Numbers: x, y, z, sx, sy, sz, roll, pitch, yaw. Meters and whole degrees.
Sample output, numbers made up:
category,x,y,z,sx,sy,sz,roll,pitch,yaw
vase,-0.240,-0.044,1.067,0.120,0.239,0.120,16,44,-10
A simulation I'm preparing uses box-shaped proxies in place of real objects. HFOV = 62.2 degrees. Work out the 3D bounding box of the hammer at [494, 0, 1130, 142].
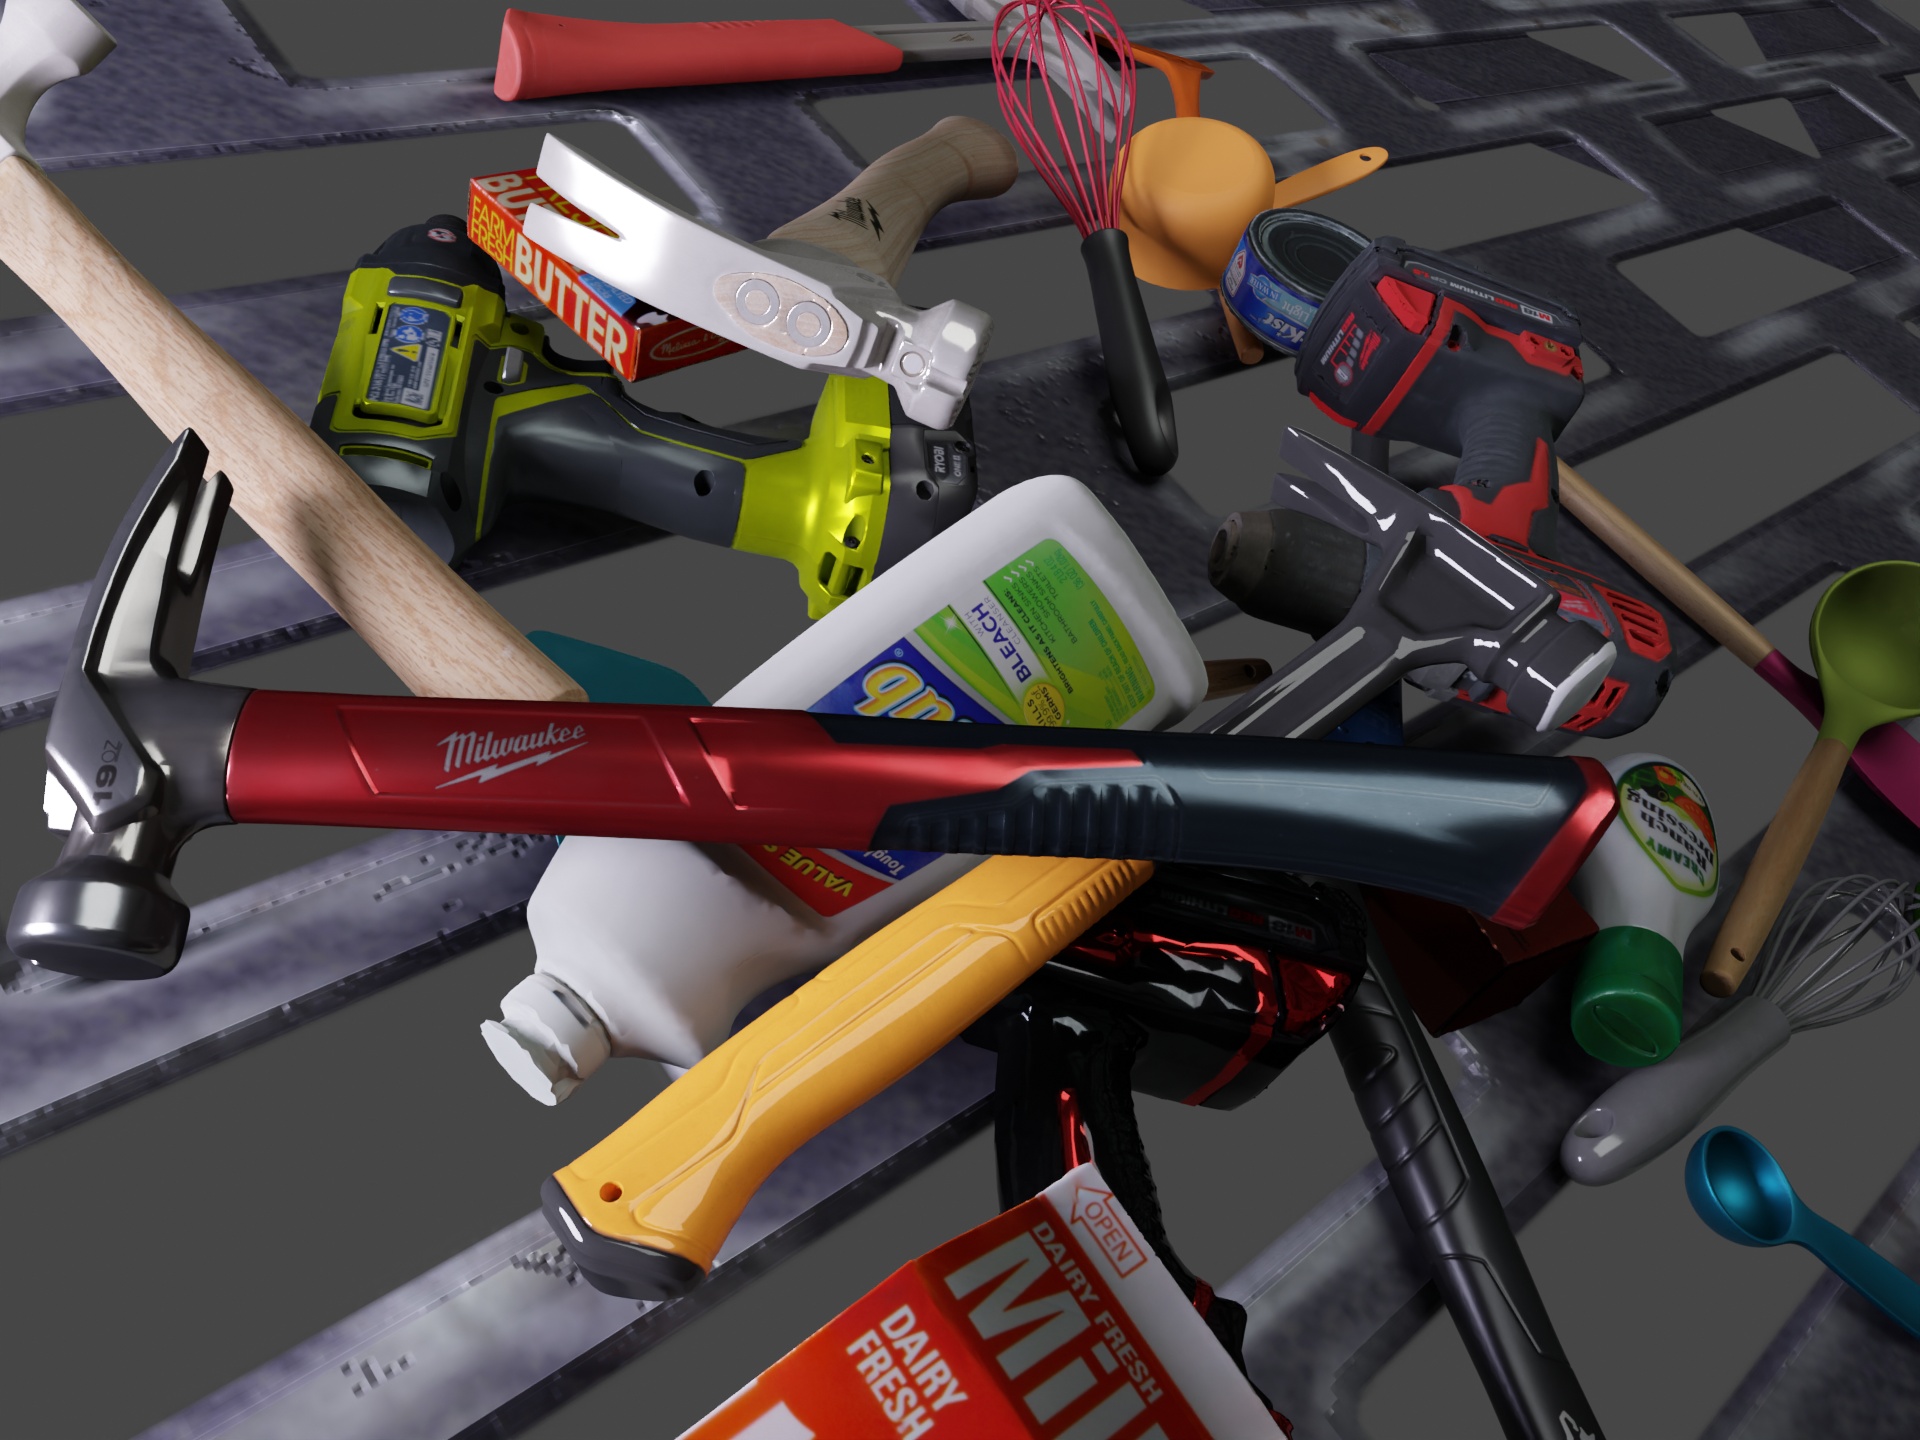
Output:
category,x,y,z,sx,sy,sz,roll,pitch,yaw
hammer,-0.073,-0.347,0.835,0.359,0.036,0.149,-22,63,-38

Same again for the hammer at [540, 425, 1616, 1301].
category,x,y,z,sx,sy,sz,roll,pitch,yaw
hammer,0.030,0.033,0.443,0.337,0.034,0.127,-35,61,-23

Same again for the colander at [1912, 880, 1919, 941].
category,x,y,z,sx,sy,sz,roll,pitch,yaw
colander,0.440,0.199,0.553,0.204,0.094,0.398,18,45,-14

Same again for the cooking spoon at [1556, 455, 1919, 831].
category,x,y,z,sx,sy,sz,roll,pitch,yaw
cooking spoon,0.384,-0.049,0.801,0.069,0.017,0.319,-25,65,-42

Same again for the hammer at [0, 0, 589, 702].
category,x,y,z,sx,sy,sz,roll,pitch,yaw
hammer,-0.234,-0.097,0.487,0.331,0.031,0.130,42,85,17

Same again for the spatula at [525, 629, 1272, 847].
category,x,y,z,sx,sy,sz,roll,pitch,yaw
spatula,-0.001,-0.002,0.563,0.317,0.044,0.082,-9,80,-33

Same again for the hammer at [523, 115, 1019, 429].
category,x,y,z,sx,sy,sz,roll,pitch,yaw
hammer,-0.037,-0.216,0.651,0.146,0.038,0.411,23,27,-3

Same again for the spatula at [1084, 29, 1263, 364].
category,x,y,z,sx,sy,sz,roll,pitch,yaw
spatula,0.133,-0.313,0.912,0.081,0.041,0.323,8,53,-18

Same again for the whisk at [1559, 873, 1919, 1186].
category,x,y,z,sx,sy,sz,roll,pitch,yaw
whisk,0.300,0.114,0.604,0.239,0.055,0.055,-22,63,-32

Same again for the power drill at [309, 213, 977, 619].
category,x,y,z,sx,sy,sz,roll,pitch,yaw
power drill,-0.114,-0.114,0.587,0.223,0.080,0.171,8,49,-15

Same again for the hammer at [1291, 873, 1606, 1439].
category,x,y,z,sx,sy,sz,roll,pitch,yaw
hammer,0.171,0.185,0.487,0.146,0.035,0.335,0,51,-24

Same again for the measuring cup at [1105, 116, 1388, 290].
category,x,y,z,sx,sy,sz,roll,pitch,yaw
measuring cup,0.157,-0.290,0.840,0.173,0.052,0.095,-25,60,-13

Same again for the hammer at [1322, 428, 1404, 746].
category,x,y,z,sx,sy,sz,roll,pitch,yaw
hammer,0.199,-0.107,0.753,0.144,0.035,0.406,22,46,-6

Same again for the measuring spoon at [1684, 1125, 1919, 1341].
category,x,y,z,sx,sy,sz,roll,pitch,yaw
measuring spoon,0.303,0.191,0.560,0.128,0.021,0.042,37,47,-4

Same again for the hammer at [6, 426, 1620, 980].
category,x,y,z,sx,sy,sz,roll,pitch,yaw
hammer,-0.030,0.001,0.410,0.386,0.038,0.143,3,67,-1

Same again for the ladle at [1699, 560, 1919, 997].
category,x,y,z,sx,sy,sz,roll,pitch,yaw
ladle,0.375,0.018,0.682,0.078,0.062,0.320,38,46,17

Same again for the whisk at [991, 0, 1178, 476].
category,x,y,z,sx,sy,sz,roll,pitch,yaw
whisk,0.067,-0.247,0.773,0.073,0.073,0.296,1,65,-24

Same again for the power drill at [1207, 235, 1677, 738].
category,x,y,z,sx,sy,sz,roll,pitch,yaw
power drill,0.192,-0.103,0.671,0.188,0.080,0.227,15,50,-11

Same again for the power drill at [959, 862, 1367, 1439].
category,x,y,z,sx,sy,sz,roll,pitch,yaw
power drill,0.059,0.145,0.442,0.143,0.078,0.220,16,50,-10
